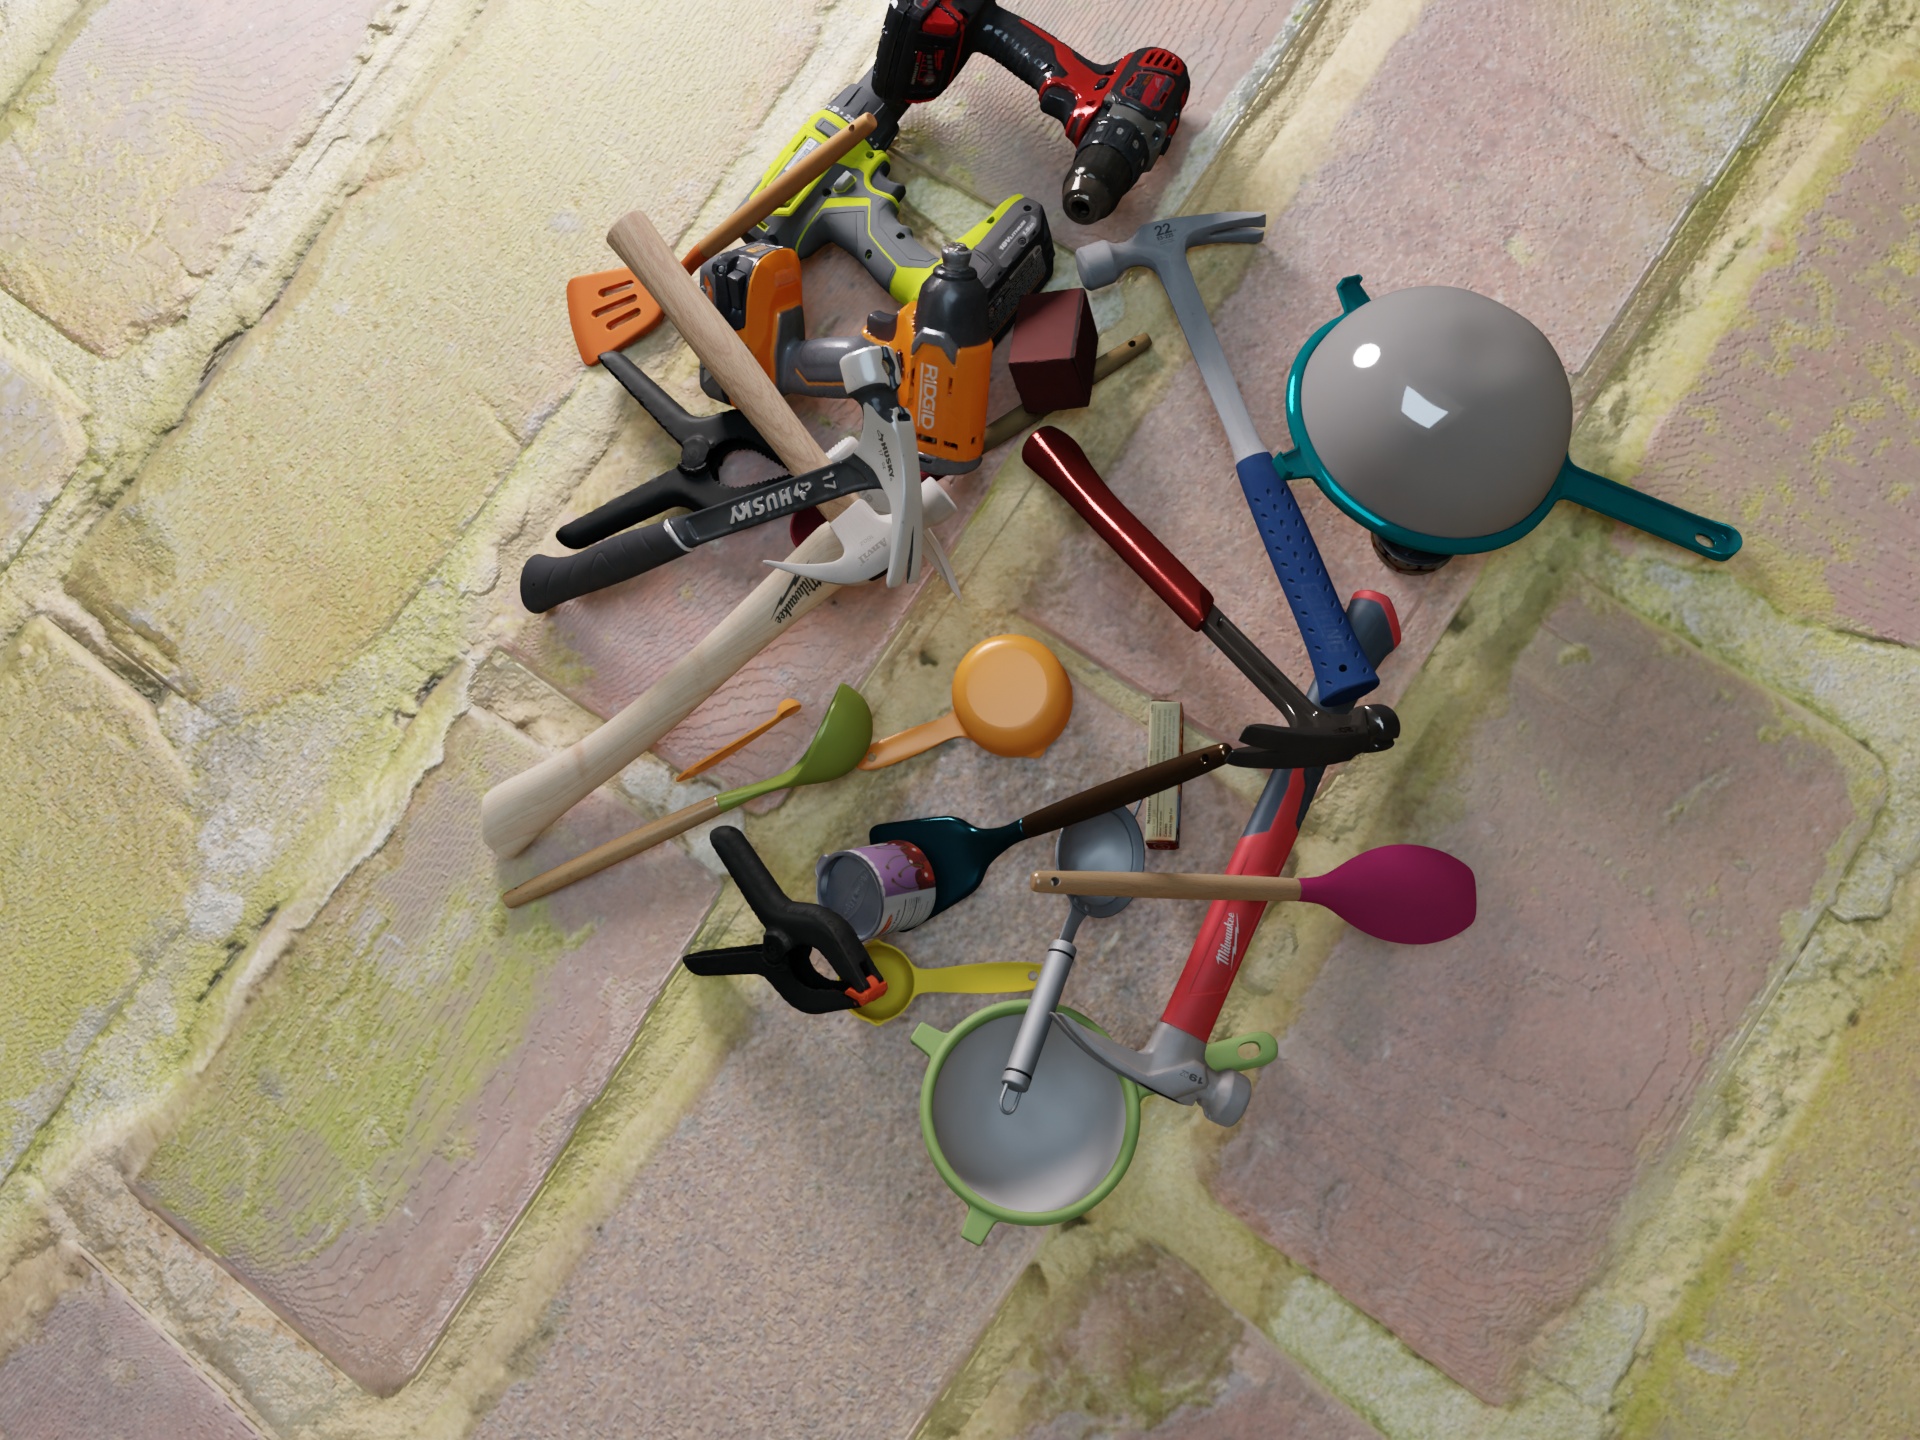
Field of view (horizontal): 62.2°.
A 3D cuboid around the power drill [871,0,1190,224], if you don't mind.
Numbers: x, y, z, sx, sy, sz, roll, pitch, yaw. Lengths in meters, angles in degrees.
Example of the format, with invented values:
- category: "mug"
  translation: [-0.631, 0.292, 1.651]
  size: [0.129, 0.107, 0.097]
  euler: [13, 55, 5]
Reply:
- category: "power drill"
  translation: [0.049, -0.471, 1.194]
  size: [0.226, 0.080, 0.188]
  euler: [26, 56, 1]

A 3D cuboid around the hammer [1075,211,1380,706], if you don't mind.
- category: "hammer"
  translation: [0.214, -0.201, 1.155]
  size: [0.144, 0.035, 0.406]
  euler: [-18, 70, 0]

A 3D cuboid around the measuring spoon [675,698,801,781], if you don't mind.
- category: "measuring spoon"
  translation: [-0.169, 0.014, 1.200]
  size: [0.117, 0.021, 0.011]
  euler: [-31, 77, 14]

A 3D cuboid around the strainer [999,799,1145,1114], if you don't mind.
- category: "strainer"
  translation: [0.071, 0.153, 1.105]
  size: [0.050, 0.086, 0.259]
  euler: [-13, 46, 47]

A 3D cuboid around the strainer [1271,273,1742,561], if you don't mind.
- category: "strainer"
  translation: [0.399, -0.202, 1.102]
  size: [0.340, 0.095, 0.211]
  euler: [23, 64, 2]

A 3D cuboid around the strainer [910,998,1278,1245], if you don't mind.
- category: "strainer"
  translation: [0.096, 0.263, 1.110]
  size: [0.256, 0.069, 0.152]
  euler: [-12, 68, -12]

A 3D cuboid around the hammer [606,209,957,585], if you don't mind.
- category: "hammer"
  translation: [-0.150, -0.233, 1.140]
  size: [0.130, 0.031, 0.331]
  euler: [-39, 80, 9]

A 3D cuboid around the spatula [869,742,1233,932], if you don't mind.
- category: "spatula"
  translation: [0.057, 0.069, 1.086]
  size: [0.317, 0.044, 0.082]
  euler: [-26, 76, 44]

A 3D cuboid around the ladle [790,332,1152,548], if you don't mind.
- category: "ladle"
  translation: [0.011, -0.212, 1.221]
  size: [0.315, 0.031, 0.069]
  euler: [-32, 74, 0]

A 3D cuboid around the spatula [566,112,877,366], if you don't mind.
- category: "spatula"
  translation: [-0.187, -0.375, 1.223]
  size: [0.322, 0.041, 0.081]
  euler: [-24, 75, 36]

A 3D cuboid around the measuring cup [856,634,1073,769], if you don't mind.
- category: "measuring cup"
  translation: [-0.002, -0.004, 1.170]
  size: [0.173, 0.052, 0.095]
  euler: [-22, 77, 2]

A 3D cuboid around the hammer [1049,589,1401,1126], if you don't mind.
- category: "hammer"
  translation: [0.201, 0.072, 1.101]
  size: [0.143, 0.038, 0.386]
  euler: [28, 76, -7]

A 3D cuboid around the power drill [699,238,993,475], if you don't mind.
- category: "power drill"
  translation: [-0.080, -0.286, 1.174]
  size: [0.226, 0.084, 0.164]
  euler: [20, 124, 21]

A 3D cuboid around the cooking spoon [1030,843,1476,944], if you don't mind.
- category: "cooking spoon"
  translation: [0.202, 0.113, 1.064]
  size: [0.318, 0.017, 0.069]
  euler: [3, 80, -12]

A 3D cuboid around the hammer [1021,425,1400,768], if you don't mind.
- category: "hammer"
  translation: [0.140, -0.094, 1.094]
  size: [0.359, 0.149, 0.036]
  euler: [52, 130, 36]

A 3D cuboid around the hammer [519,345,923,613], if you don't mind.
- category: "hammer"
  translation: [-0.183, -0.131, 1.124]
  size: [0.409, 0.036, 0.149]
  euler: [-12, 93, 40]

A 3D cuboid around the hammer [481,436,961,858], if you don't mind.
- category: "hammer"
  translation: [-0.191, -0.027, 1.198]
  size: [0.410, 0.038, 0.146]
  euler: [-39, 106, 6]

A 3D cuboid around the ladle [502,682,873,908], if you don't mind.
- category: "ladle"
  translation: [-0.208, 0.062, 1.189]
  size: [0.320, 0.078, 0.062]
  euler: [-25, 104, 8]

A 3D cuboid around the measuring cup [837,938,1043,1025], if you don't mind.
- category: "measuring cup"
  translation: [-0.011, 0.189, 1.156]
  size: [0.156, 0.029, 0.062]
  euler: [-2, 79, -4]

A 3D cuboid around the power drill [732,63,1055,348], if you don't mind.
- category: "power drill"
  translation: [-0.040, -0.399, 1.238]
  size: [0.229, 0.080, 0.190]
  euler: [39, 88, 16]
